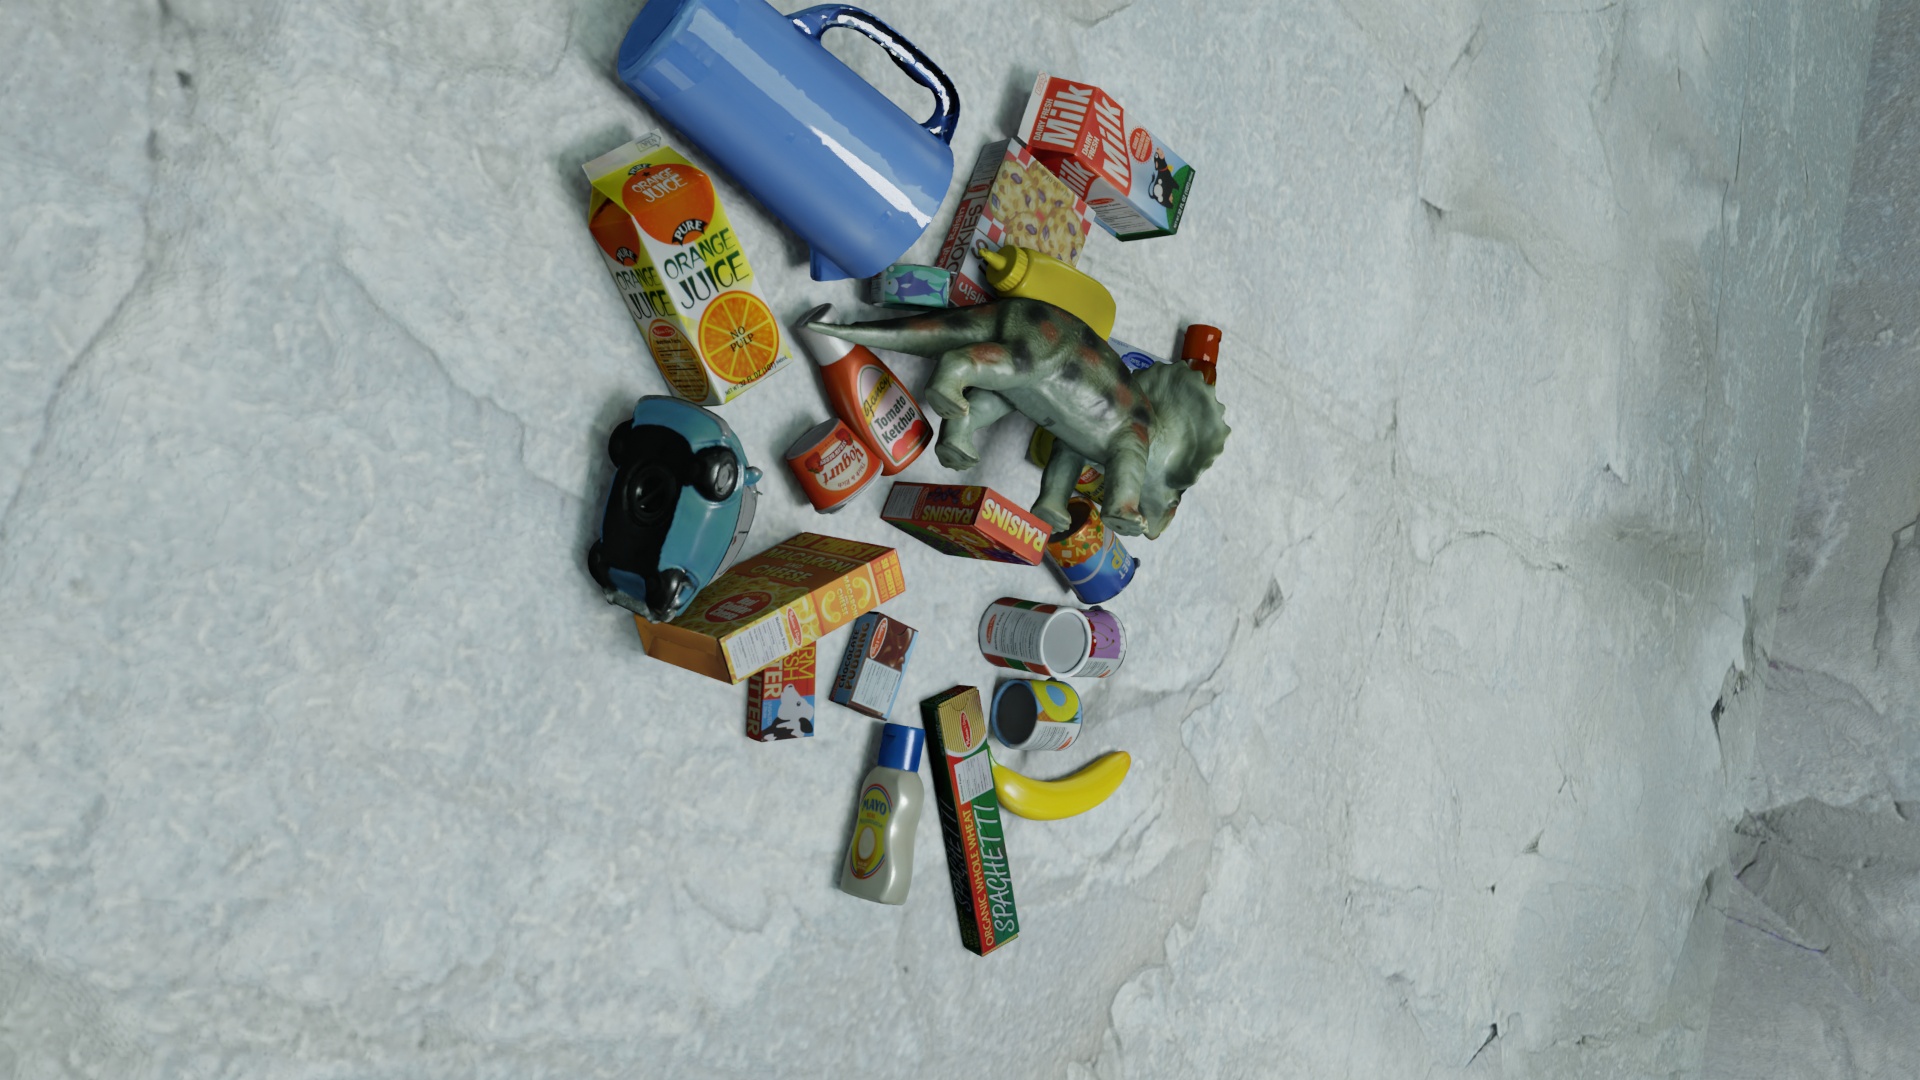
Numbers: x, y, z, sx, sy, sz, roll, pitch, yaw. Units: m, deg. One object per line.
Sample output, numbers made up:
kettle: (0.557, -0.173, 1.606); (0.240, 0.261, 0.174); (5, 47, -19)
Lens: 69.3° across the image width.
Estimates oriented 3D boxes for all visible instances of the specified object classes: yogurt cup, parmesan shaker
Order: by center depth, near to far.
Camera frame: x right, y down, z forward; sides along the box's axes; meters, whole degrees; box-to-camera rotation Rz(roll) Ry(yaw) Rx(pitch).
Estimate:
yogurt cup: (-0.105, -0.062, 1.124); (0.073, 0.072, 0.054); (-48, 114, -27)
parmesan shaker: (0.126, -0.078, 1.315); (0.103, 0.071, 0.071); (30, 74, -38)

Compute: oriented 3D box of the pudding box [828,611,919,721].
pudding box: (-0.073, 0.107, 1.185); (0.049, 0.030, 0.084); (28, 75, -37)

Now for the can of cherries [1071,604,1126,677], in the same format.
can of cherries: (0.114, 0.095, 1.323); (0.058, 0.071, 0.071); (5, 90, -40)

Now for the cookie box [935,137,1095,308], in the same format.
cookie box: (0.045, -0.256, 1.253); (0.123, 0.040, 0.168); (32, 72, -38)

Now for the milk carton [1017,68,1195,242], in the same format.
milk carton: (0.127, -0.357, 1.293); (0.190, 0.073, 0.072); (26, 77, -39)

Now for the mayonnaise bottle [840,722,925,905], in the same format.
mayonnaise bottle: (-0.061, 0.232, 1.186); (0.041, 0.064, 0.148); (19, 77, -43)

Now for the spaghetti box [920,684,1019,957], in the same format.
spaghetti box: (0.010, 0.257, 1.268); (0.050, 0.028, 0.249); (-19, 106, -38)

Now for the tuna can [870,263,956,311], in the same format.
tuna can: (-0.039, -0.211, 1.164); (0.071, 0.071, 0.033); (1, 95, -41)

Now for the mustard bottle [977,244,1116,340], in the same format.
mustard bottle: (0.070, -0.220, 1.215); (0.160, 0.049, 0.065); (26, 78, -39)

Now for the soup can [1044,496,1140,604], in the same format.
soup can: (0.120, 0.008, 1.317); (0.071, 0.071, 0.083); (-53, 124, -24)

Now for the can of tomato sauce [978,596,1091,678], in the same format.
can of tomato sauce: (0.070, 0.089, 1.271); (0.071, 0.083, 0.071); (-4, 96, -40)

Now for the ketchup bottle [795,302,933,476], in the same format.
ketchup bottle: (-0.083, -0.127, 1.151); (0.065, 0.043, 0.148); (-49, 121, -26)

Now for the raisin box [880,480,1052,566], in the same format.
raisin box: (0.004, -0.015, 1.181); (0.086, 0.123, 0.040); (31, 73, -38)

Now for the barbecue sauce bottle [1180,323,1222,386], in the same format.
barbecue sauce bottle: (0.236, -0.145, 1.417); (0.065, 0.044, 0.148); (33, 67, -72)

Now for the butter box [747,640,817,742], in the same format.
butter box: (-0.144, 0.109, 1.128); (0.053, 0.024, 0.103); (-1, 94, -41)

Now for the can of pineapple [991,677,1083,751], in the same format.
can of pineapple: (0.070, 0.161, 1.290); (0.058, 0.071, 0.071); (10, 87, -41)

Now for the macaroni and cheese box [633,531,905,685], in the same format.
macaroni and cheese box: (-0.144, 0.048, 1.058); (0.167, 0.123, 0.040); (-28, 114, -36)

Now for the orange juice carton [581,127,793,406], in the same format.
orange juice carton: (-0.206, -0.199, 1.020); (0.072, 0.073, 0.192); (-38, 116, -32)

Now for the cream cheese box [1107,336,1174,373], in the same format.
cream cheese box: (0.169, -0.163, 1.376); (0.104, 0.024, 0.053); (13, 86, -40)
